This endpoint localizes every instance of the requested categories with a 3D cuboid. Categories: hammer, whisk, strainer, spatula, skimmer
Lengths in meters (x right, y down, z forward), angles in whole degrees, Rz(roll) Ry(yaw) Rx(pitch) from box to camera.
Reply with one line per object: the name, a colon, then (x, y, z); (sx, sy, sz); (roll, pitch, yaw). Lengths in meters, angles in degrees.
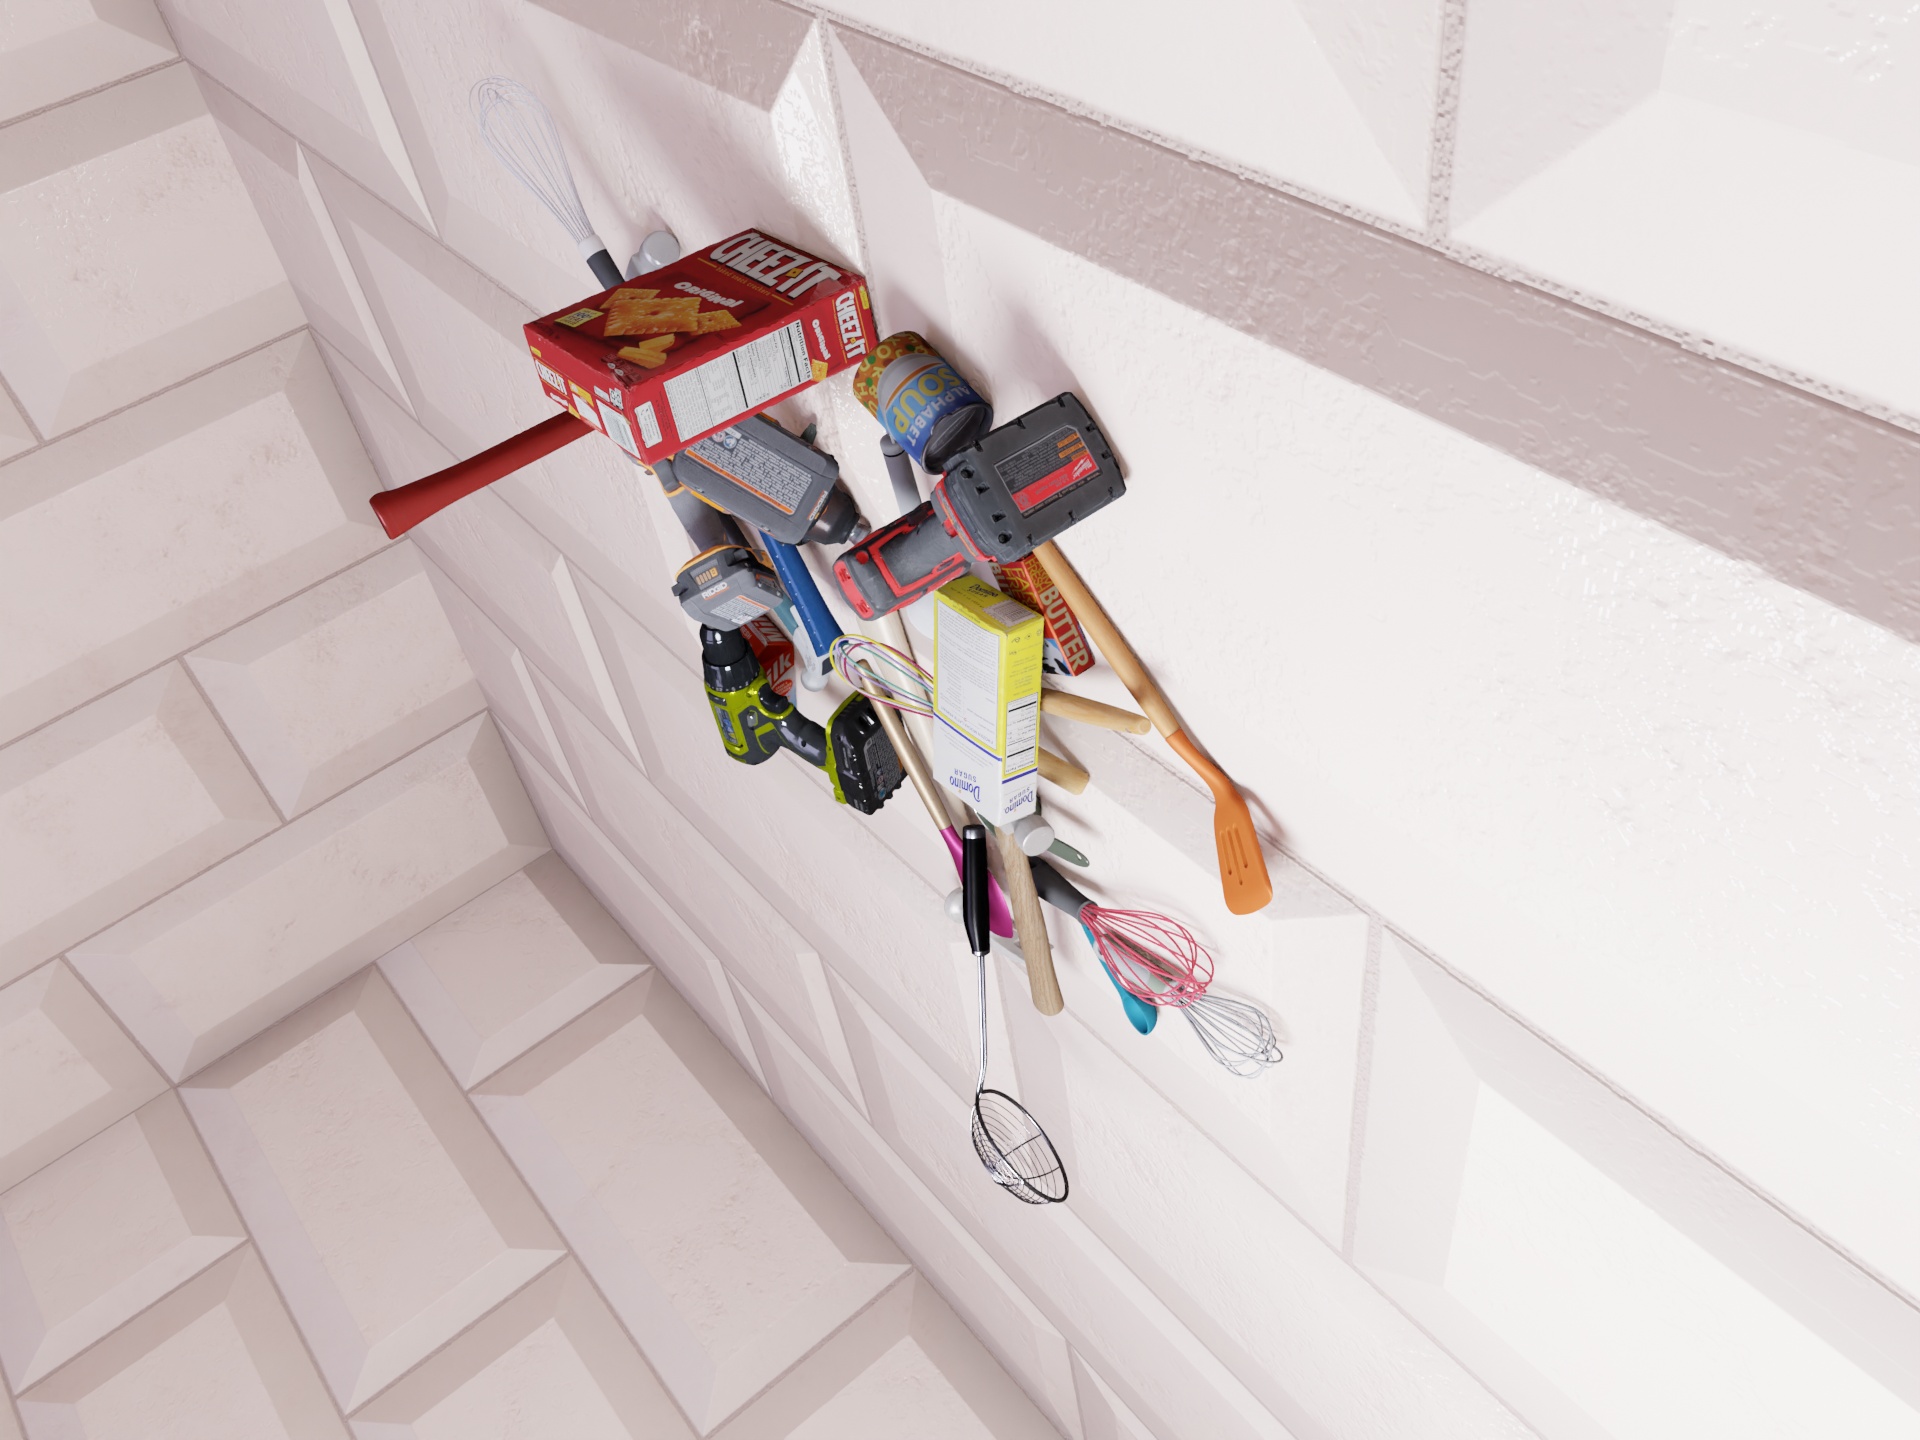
hammer: (-0.211, -0.248, 1.495); (0.405, 0.035, 0.144); (64, 157, -7)
whisk: (-0.003, -0.003, 1.335); (0.245, 0.047, 0.051); (30, -173, 4)
strainer: (-0.033, -0.138, 1.267); (0.258, 0.050, 0.087); (74, 177, -47)
hammer: (-0.234, -0.183, 1.669); (0.331, 0.033, 0.128); (53, 158, 9)
hammer: (0.057, 0.161, 1.426); (0.130, 0.031, 0.331); (50, 162, 41)
whisk: (0.187, 0.237, 1.363); (0.246, 0.059, 0.058); (29, 107, 56)
hammer: (-0.311, -0.245, 1.311); (0.149, 0.359, 0.036); (32, 148, 51)
spatula: (0.133, -0.006, 1.150); (0.322, 0.041, 0.081); (56, 162, 5)
skimmer: (0.051, 0.279, 1.516); (0.127, 0.090, 0.363); (-27, -65, -76)
whisk: (-0.350, -0.455, 1.438); (0.284, 0.070, 0.070); (58, 158, -5)
whisk: (0.123, 0.176, 1.396); (0.296, 0.073, 0.073); (30, 147, 57)
hammer: (-0.013, 0.063, 1.548); (0.146, 0.038, 0.410); (25, 142, 49)

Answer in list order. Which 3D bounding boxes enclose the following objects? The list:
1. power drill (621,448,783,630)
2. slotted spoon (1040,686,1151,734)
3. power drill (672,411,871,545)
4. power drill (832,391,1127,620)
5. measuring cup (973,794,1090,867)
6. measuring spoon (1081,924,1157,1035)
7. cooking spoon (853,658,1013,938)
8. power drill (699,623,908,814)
power drill: (-0.268, -0.209, 1.534); (0.226, 0.084, 0.185); (64, -172, 8)
slotted spoon: (0.060, -0.019, 1.253); (0.070, 0.031, 0.314); (44, 168, -25)
power drill: (-0.149, -0.195, 1.325); (0.164, 0.084, 0.226); (30, -177, -4)
power drill: (0.011, -0.141, 1.102); (0.078, 0.143, 0.219); (60, 151, -4)
measuring cup: (0.069, 0.087, 1.413); (0.168, 0.038, 0.083); (27, 144, 47)
measuring spoon: (0.149, 0.231, 1.479); (0.129, 0.021, 0.042); (61, 160, 14)
cooking spoon: (-0.026, 0.080, 1.529); (0.069, 0.017, 0.318); (2, 123, 57)
power drill: (-0.171, -0.009, 1.637); (0.229, 0.080, 0.190); (23, 143, 28)
